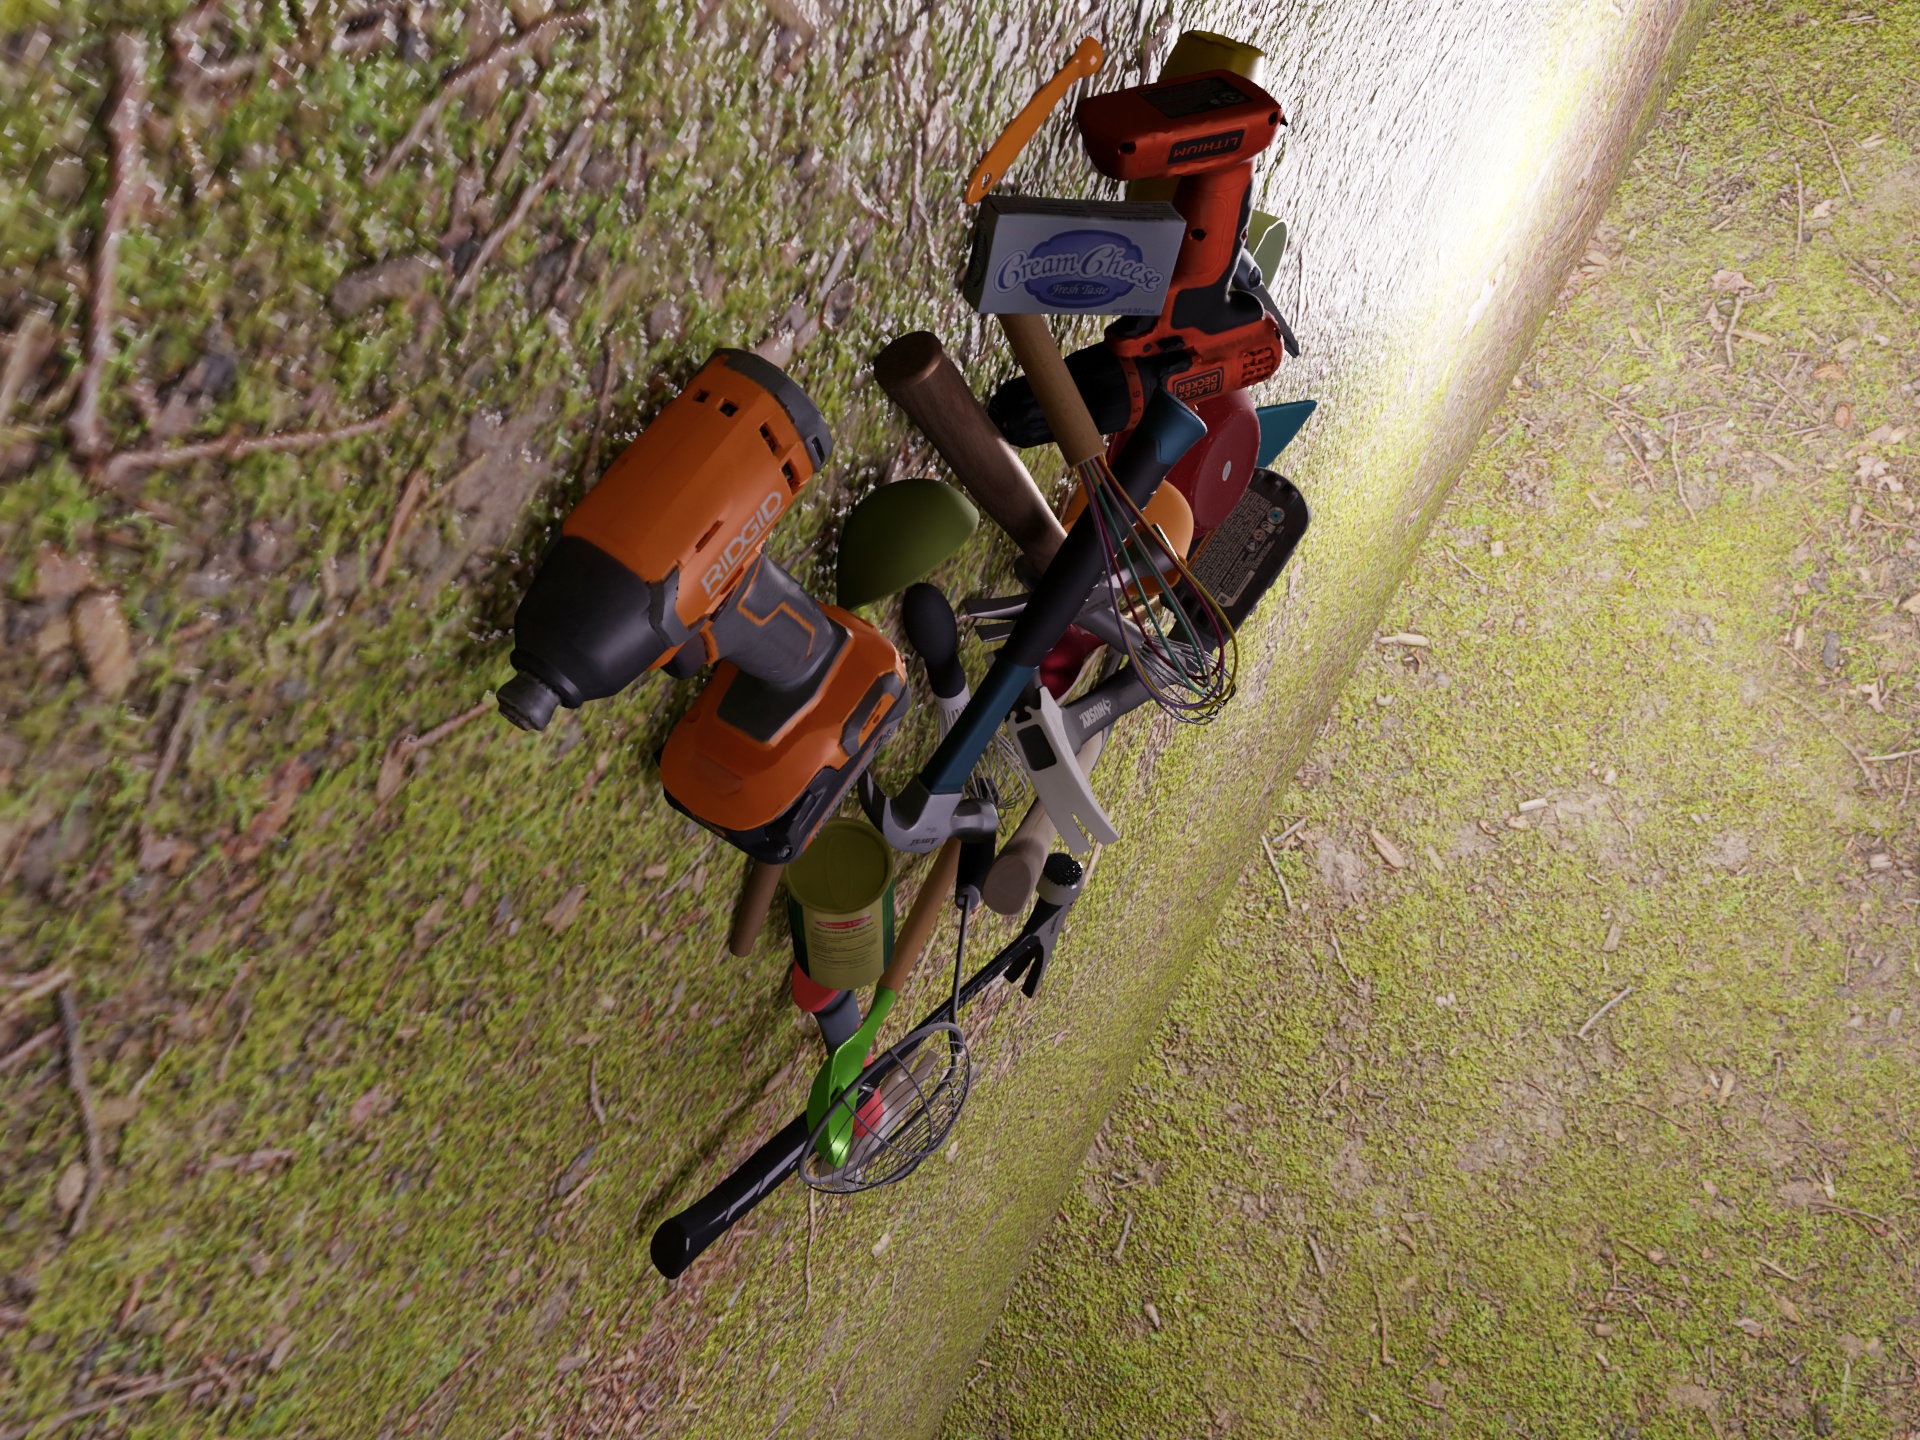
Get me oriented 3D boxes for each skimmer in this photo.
[{"bbox_3d":[-0.029,0.152,1.055,0.364,0.090,0.127,-80,-173,-52],"label":"skimmer"}]

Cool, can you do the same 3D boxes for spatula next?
[{"bbox_3d":[0.186,-0.190,1.255,0.317,0.044,0.082,-39,169,-46],"label":"spatula"}]

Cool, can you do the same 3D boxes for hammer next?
[{"bbox_3d":[0.027,-0.122,0.887,0.130,0.031,0.331,-30,156,10],"label":"hammer"},{"bbox_3d":[0.078,0.043,1.186,0.411,0.038,0.146,-48,160,-72],"label":"hammer"},{"bbox_3d":[0.112,-0.010,1.163,0.035,0.146,0.335,-21,-177,25],"label":"hammer"},{"bbox_3d":[-0.075,0.244,1.211,0.143,0.038,0.386,-54,161,-25],"label":"hammer"},{"bbox_3d":[0.042,-0.047,0.923,0.128,0.033,0.331,-1,132,-46],"label":"hammer"},{"bbox_3d":[-0.058,0.250,1.139,0.409,0.036,0.149,-36,153,-34],"label":"hammer"}]

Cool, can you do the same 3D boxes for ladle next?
[{"bbox_3d":[0.124,-0.075,1.292,0.315,0.031,0.069,-33,144,-58],"label":"ladle"},{"bbox_3d":[-0.068,0.012,0.858,0.078,0.062,0.320,-78,-172,-59],"label":"ladle"}]

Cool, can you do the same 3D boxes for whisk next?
[{"bbox_3d":[0.079,-0.118,0.827,0.047,0.245,0.051,-23,-174,37],"label":"whisk"},{"bbox_3d":[-0.002,-0.004,1.018,0.070,0.070,0.284,-54,155,-20],"label":"whisk"},{"bbox_3d":[0.116,-0.057,1.117,0.238,0.055,0.055,31,88,-39],"label":"whisk"}]

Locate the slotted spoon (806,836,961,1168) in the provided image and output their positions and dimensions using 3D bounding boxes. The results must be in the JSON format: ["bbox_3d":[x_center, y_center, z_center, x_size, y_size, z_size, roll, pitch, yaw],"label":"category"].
[{"bbox_3d":[-0.043,0.172,1.106,0.314,0.031,0.070,-63,153,-44],"label":"slotted spoon"}]

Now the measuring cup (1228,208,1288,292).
[{"bbox_3d":[0.165,-0.280,1.078,0.168,0.038,0.083,-52,160,-20],"label":"measuring cup"}]

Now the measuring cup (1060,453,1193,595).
[{"bbox_3d":[0.102,-0.154,1.043,0.173,0.095,0.052,64,41,-51],"label":"measuring cup"}]

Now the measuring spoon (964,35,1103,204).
[{"bbox_3d":[0.037,-0.286,0.762,0.117,0.011,0.021,-54,161,-20],"label":"measuring spoon"}]

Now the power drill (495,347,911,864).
[{"bbox_3d":[-0.104,-0.026,0.669,0.164,0.084,0.226,-54,157,-18],"label":"power drill"}]

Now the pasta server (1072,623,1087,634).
[{"bbox_3d":[0.143,-0.116,1.262,0.060,0.040,0.316,-55,166,22],"label":"pasta server"}]

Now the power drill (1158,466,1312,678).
[{"bbox_3d":[0.226,-0.121,1.349,0.190,0.080,0.228,-57,171,6],"label":"power drill"}]
